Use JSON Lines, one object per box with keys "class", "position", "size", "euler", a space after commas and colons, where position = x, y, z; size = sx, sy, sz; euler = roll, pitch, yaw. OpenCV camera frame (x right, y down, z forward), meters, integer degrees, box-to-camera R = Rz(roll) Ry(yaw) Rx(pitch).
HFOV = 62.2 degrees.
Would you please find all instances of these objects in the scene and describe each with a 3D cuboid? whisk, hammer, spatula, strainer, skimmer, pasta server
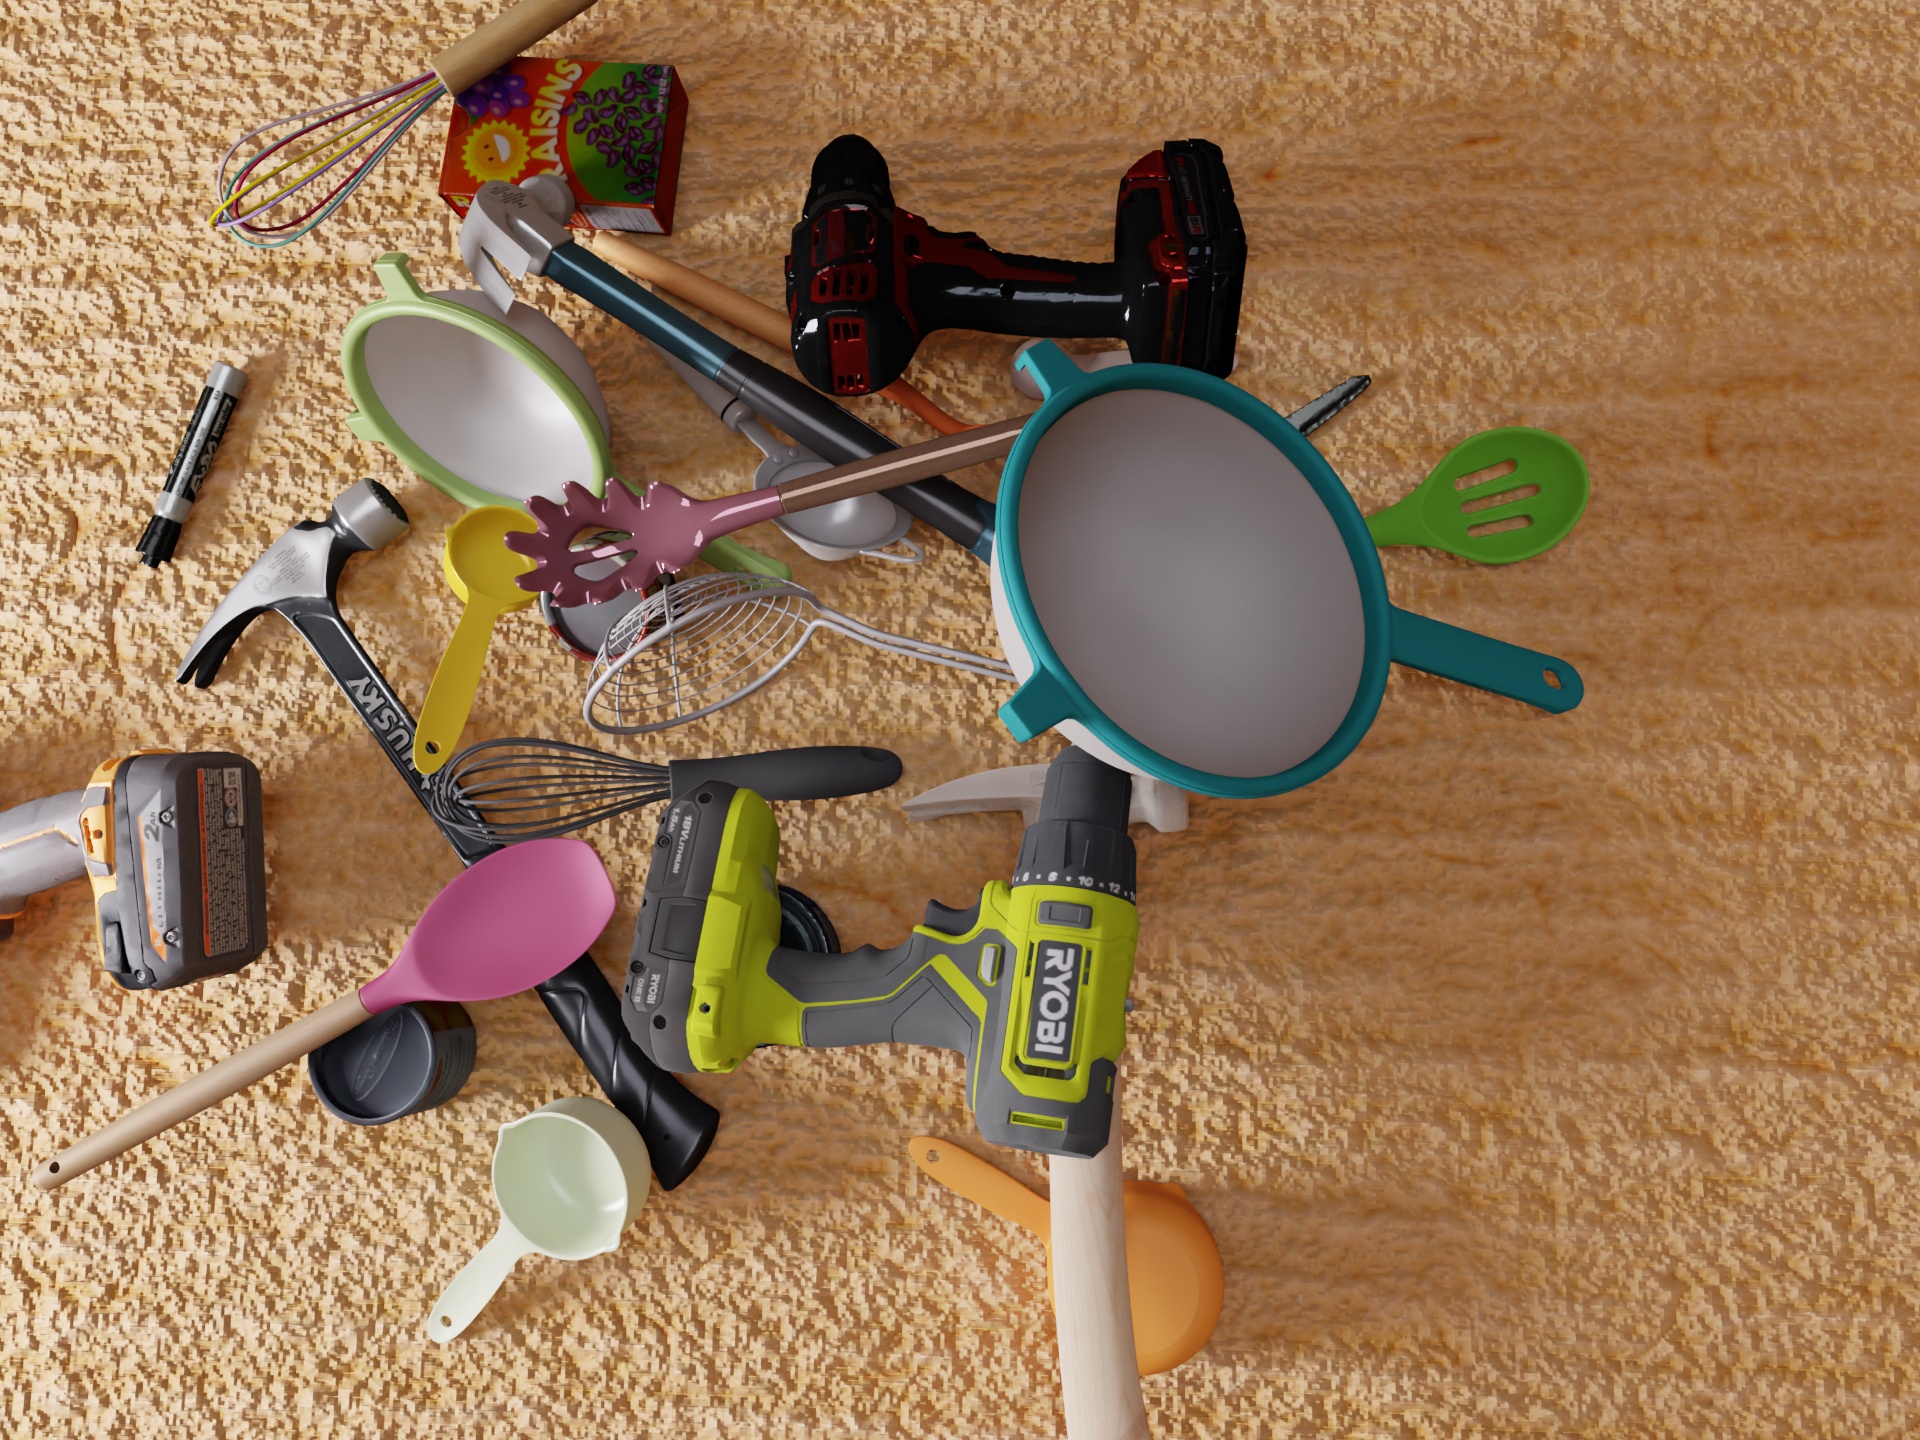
{"class": "whisk", "position": [-0.147, 0.031, 0.816], "size": [0.239, 0.055, 0.055], "euler": [-3, 82, -12]}
{"class": "whisk", "position": [-0.297, -0.331, 0.854], "size": [0.245, 0.047, 0.051], "euler": [-37, 78, -7]}
{"class": "hammer", "position": [-0.259, 0.071, 0.841], "size": [0.149, 0.036, 0.409], "euler": [-37, 81, 0]}
{"class": "spatula", "position": [-0.061, -0.203, 0.859], "size": [0.323, 0.081, 0.041], "euler": [28, 103, 12]}
{"class": "strainer", "position": [-0.195, -0.152, 0.845], "size": [0.256, 0.151, 0.069], "euler": [29, 56, -11]}
{"class": "hammer", "position": [0.051, 0.218, 0.752], "size": [0.146, 0.038, 0.411], "euler": [-5, 69, 7]}
{"class": "skimmer", "position": [-0.001, -0.003, 0.804], "size": [0.363, 0.127, 0.090], "euler": [13, 67, -3]}
{"class": "hammer", "position": [-0.108, -0.176, 0.818], "size": [0.331, 0.128, 0.033], "euler": [32, 117, -4]}
{"class": "strainer", "position": [0.149, -0.041, 0.778], "size": [0.340, 0.095, 0.211], "euler": [14, 66, -24]}
{"class": "strainer", "position": [-0.114, -0.159, 0.860], "size": [0.087, 0.050, 0.258], "euler": [-30, 70, -40]}
{"class": "pasta server", "position": [-0.061, -0.116, 0.771], "size": [0.316, 0.040, 0.060], "euler": [-15, 87, 1]}

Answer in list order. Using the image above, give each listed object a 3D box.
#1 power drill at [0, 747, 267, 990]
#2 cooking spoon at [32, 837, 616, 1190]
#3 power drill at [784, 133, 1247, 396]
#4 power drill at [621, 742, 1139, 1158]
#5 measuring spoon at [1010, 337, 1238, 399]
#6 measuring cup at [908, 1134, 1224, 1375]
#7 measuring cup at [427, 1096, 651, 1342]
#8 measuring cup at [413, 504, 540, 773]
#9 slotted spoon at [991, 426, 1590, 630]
{"class": "power drill", "position": [-0.483, 0.102, 0.828], "size": [0.226, 0.084, 0.185], "euler": [-3, 89, 11]}
{"class": "cooking spoon", "position": [-0.314, 0.150, 0.782], "size": [0.319, 0.017, 0.069], "euler": [-29, 80, 0]}
{"class": "power drill", "position": [0.022, -0.247, 0.825], "size": [0.226, 0.080, 0.188], "euler": [-3, 49, -1]}
{"class": "power drill", "position": [-0.029, 0.095, 0.753], "size": [0.228, 0.080, 0.191], "euler": [6, 72, 10]}
{"class": "measuring spoon", "position": [0.089, -0.194, 0.860], "size": [0.124, 0.018, 0.034], "euler": [-1, 82, 3]}
{"class": "measuring cup", "position": [0.049, 0.254, 0.783], "size": [0.173, 0.052, 0.095], "euler": [28, 85, 5]}
{"class": "measuring cup", "position": [-0.218, 0.257, 0.808], "size": [0.083, 0.038, 0.167], "euler": [43, 110, 8]}
{"class": "measuring cup", "position": [-0.259, -0.040, 0.835], "size": [0.062, 0.029, 0.157], "euler": [22, 64, -21]}
{"class": "slotted spoon", "position": [0.169, -0.089, 0.827], "size": [0.313, 0.031, 0.070], "euler": [-14, 88, 0]}
